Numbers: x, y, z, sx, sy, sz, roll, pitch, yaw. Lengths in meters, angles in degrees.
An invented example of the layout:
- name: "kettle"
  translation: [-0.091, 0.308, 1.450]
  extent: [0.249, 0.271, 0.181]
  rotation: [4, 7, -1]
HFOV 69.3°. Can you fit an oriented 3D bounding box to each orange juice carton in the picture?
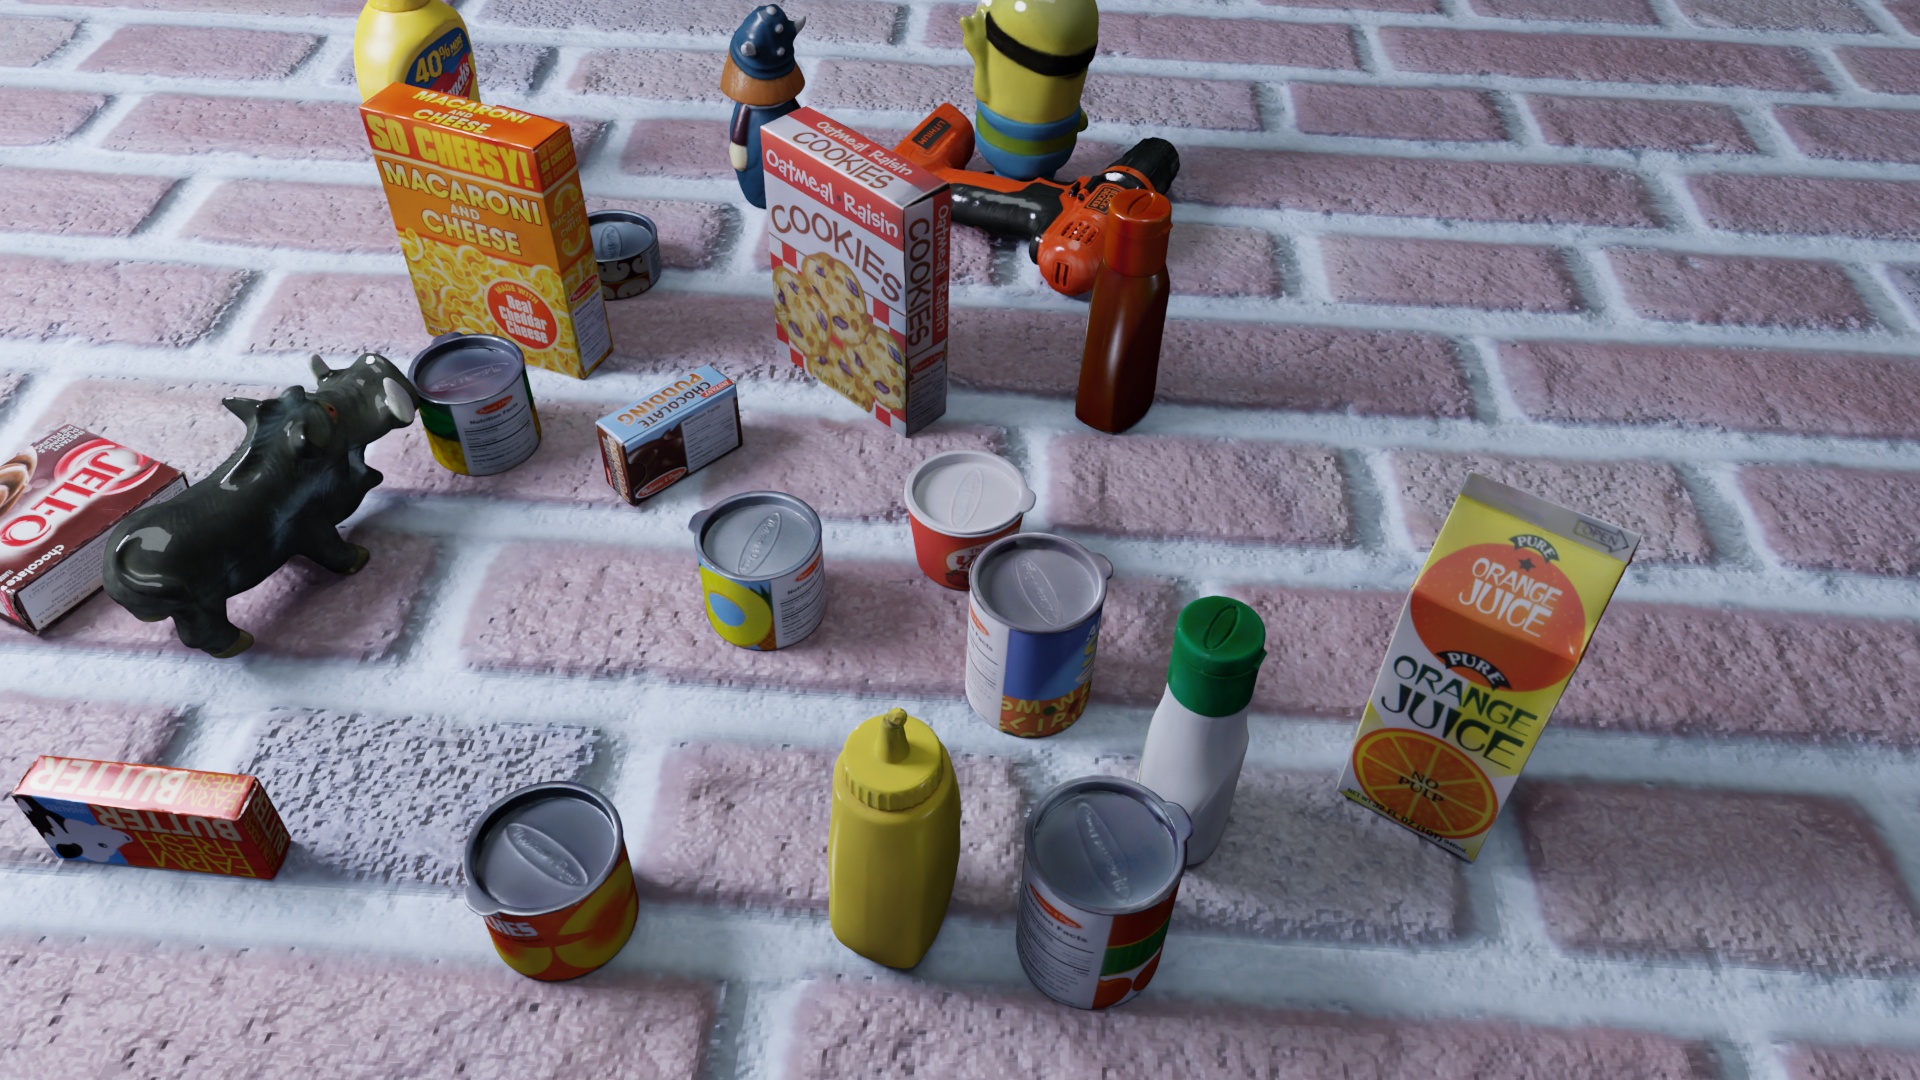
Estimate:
- name: "orange juice carton"
  translation: [0.235, 0.052, 0.623]
  extent: [0.072, 0.191, 0.073]
  rotation: [27, 50, 23]

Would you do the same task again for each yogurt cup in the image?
- name: "yogurt cup"
  translation: [0.003, -0.010, 0.773]
  extent: [0.072, 0.053, 0.073]
  rotation: [1, 45, -1]

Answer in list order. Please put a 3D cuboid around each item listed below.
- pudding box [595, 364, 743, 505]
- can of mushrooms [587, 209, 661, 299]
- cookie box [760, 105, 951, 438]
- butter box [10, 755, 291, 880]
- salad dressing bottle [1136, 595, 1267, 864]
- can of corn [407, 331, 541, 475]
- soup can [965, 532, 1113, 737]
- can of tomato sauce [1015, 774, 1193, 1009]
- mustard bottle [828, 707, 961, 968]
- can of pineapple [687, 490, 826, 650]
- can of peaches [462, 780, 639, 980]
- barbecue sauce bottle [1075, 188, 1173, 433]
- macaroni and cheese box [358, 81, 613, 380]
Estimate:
- name: "pudding box"
  translation: [-0.171, -0.063, 0.823]
  extent: [0.030, 0.049, 0.084]
  rotation: [36, 54, 29]
- name: "can of mushrooms"
  translation: [-0.245, -0.199, 0.967]
  extent: [0.071, 0.033, 0.071]
  rotation: [1, 45, -1]
- name: "cookie box"
  translation: [-0.062, -0.162, 0.843]
  extent: [0.123, 0.166, 0.040]
  rotation: [35, 54, 29]
- name: "butter box"
  translation: [-0.361, 0.125, 0.624]
  extent: [0.103, 0.052, 0.024]
  rotation: [5, 45, 3]
- name: "salad dressing bottle"
  translation: [0.105, 0.086, 0.615]
  extent: [0.044, 0.146, 0.064]
  rotation: [24, 49, 21]
- name: "can of corn"
  translation: [-0.290, -0.083, 0.831]
  extent: [0.071, 0.058, 0.071]
  rotation: [1, 45, -1]
- name: "soup can"
  translation: [0.039, 0.048, 0.696]
  extent: [0.071, 0.083, 0.072]
  rotation: [1, 45, -1]
- name: "can of tomato sauce"
  translation: [0.060, 0.150, 0.594]
  extent: [0.071, 0.082, 0.071]
  rotation: [1, 45, -1]
- name: "mustard bottle"
  translation: [-0.027, 0.115, 0.572]
  extent: [0.049, 0.159, 0.066]
  rotation: [15, 46, 12]
- name: "can of pineapple"
  translation: [-0.107, 0.015, 0.741]
  extent: [0.071, 0.057, 0.071]
  rotation: [1, 45, -1]
- name: "can of peaches"
  translation: [-0.178, 0.150, 0.603]
  extent: [0.071, 0.057, 0.071]
  rotation: [1, 45, -1]
- name: "barbecue sauce bottle"
  translation: [0.101, -0.139, 0.839]
  extent: [0.044, 0.147, 0.065]
  rotation: [25, 49, 21]
- name: "macaroni and cheese box"
  translation: [-0.290, -0.190, 0.863]
  extent: [0.124, 0.165, 0.040]
  rotation: [17, 47, 14]
